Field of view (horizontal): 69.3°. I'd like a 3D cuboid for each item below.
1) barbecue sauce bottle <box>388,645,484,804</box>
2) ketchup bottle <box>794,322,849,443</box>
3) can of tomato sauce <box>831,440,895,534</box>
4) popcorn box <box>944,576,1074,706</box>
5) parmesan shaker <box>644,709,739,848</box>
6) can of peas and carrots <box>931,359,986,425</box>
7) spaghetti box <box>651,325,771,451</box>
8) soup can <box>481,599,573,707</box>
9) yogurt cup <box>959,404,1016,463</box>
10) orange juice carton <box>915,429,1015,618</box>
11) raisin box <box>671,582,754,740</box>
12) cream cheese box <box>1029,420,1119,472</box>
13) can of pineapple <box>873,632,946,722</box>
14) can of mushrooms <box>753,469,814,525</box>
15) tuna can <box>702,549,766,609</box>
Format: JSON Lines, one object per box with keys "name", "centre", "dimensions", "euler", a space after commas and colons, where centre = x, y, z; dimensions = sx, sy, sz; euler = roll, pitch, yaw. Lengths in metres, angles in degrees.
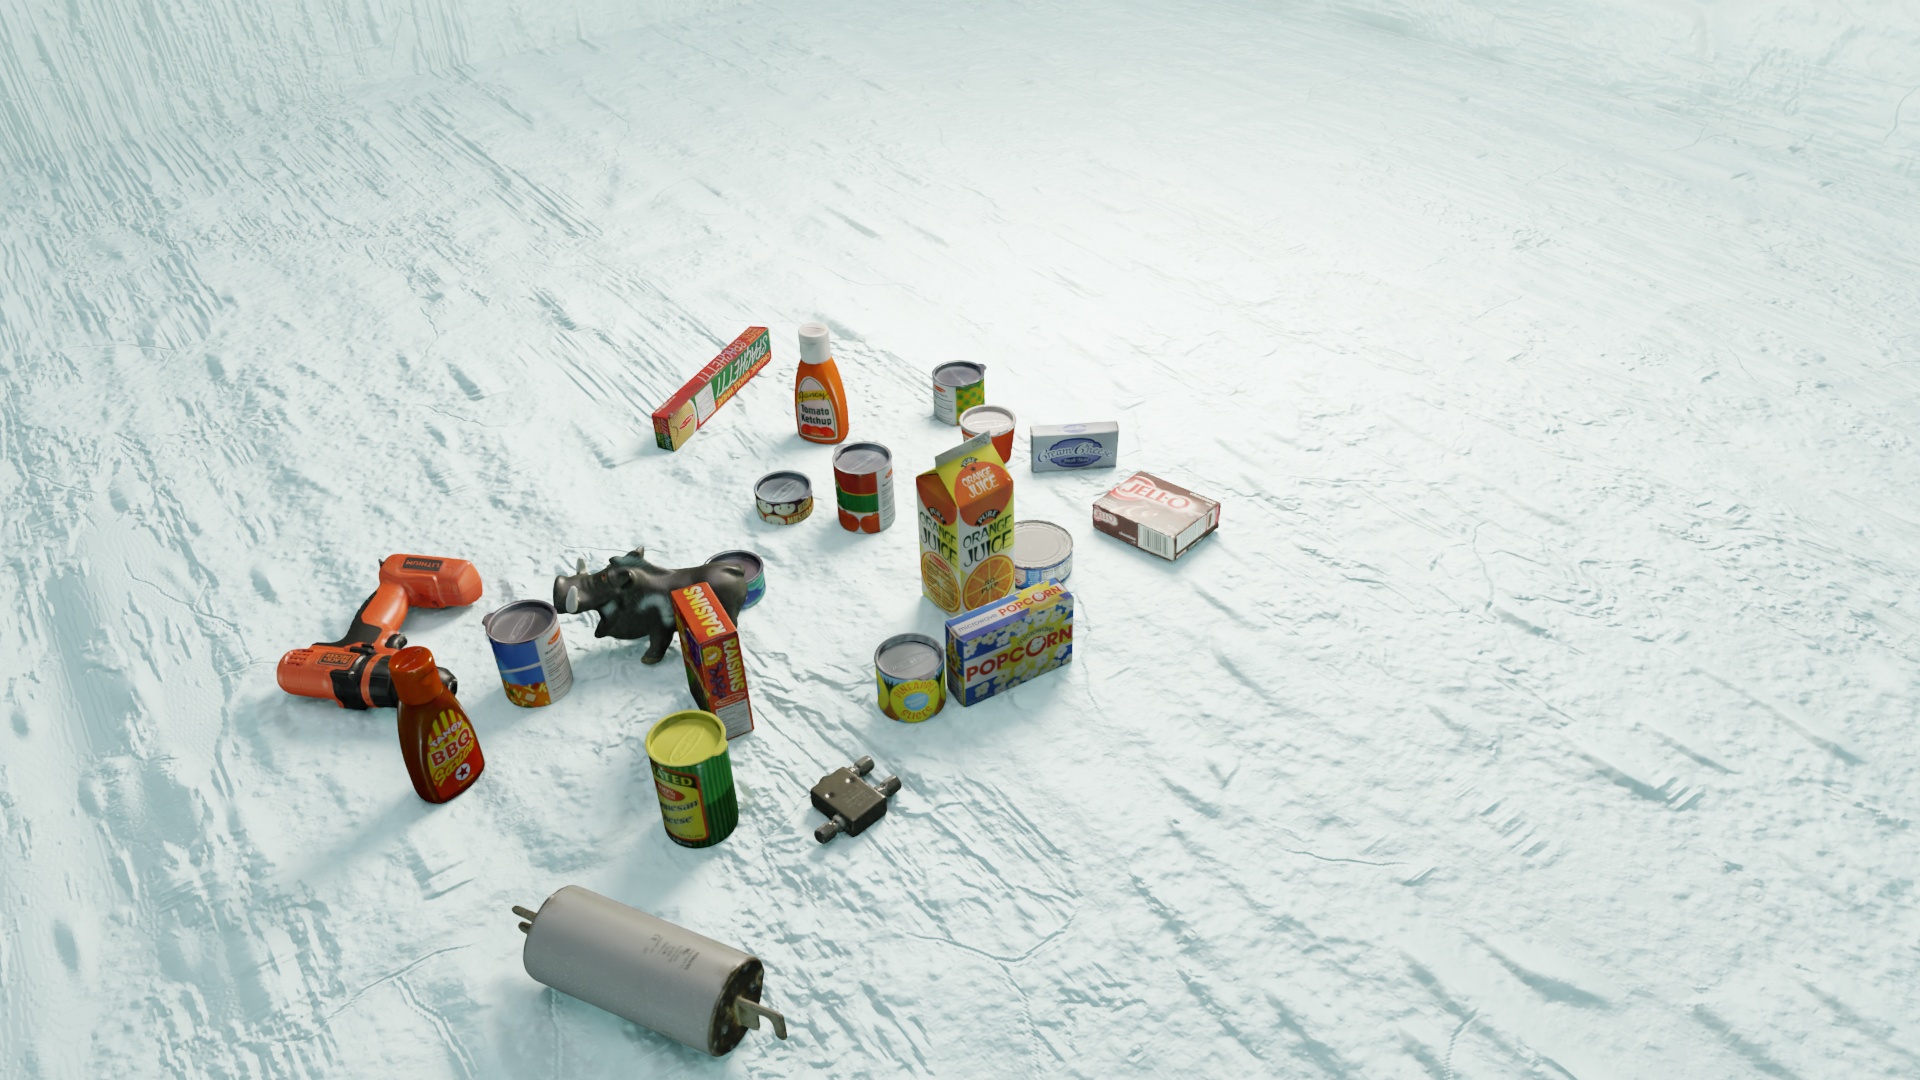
{"name": "barbecue sauce bottle", "centre": [-0.463, 0.159, 1.214], "dimensions": [0.044, 0.147, 0.065], "euler": [19, 41, 26]}
{"name": "ketchup bottle", "centre": [-0.171, -0.189, 1.674], "dimensions": [0.065, 0.148, 0.044], "euler": [9, 38, 15]}
{"name": "can of tomato sauce", "centre": [-0.109, -0.059, 1.549], "dimensions": [0.071, 0.082, 0.071], "euler": [-1, 36, 1]}
{"name": "popcorn box", "centre": [0.047, 0.097, 1.327], "dimensions": [0.127, 0.084, 0.038], "euler": [-21, 40, -24]}
{"name": "parmesan shaker", "centre": [-0.224, 0.205, 1.179], "dimensions": [0.071, 0.102, 0.072], "euler": [-1, 36, 1]}
{"name": "can of peas and carrots", "centre": [0.000, -0.185, 1.736], "dimensions": [0.071, 0.058, 0.071], "euler": [-1, 36, 1]}
{"name": "spaghetti box", "centre": [-0.313, -0.199, 1.776], "dimensions": [0.029, 0.050, 0.251], "euler": [12, 39, 19]}
{"name": "soup can", "centre": [-0.416, 0.108, 1.335], "dimensions": [0.071, 0.083, 0.072], "euler": [-1, 36, 1]}
{"name": "yogurt cup", "centre": [0.033, -0.123, 1.653], "dimensions": [0.072, 0.053, 0.073], "euler": [-1, 36, 1]}
{"name": "orange juice carton", "centre": [0.005, -0.017, 1.395], "dimensions": [0.072, 0.191, 0.073], "euler": [-26, 42, -29]}
{"name": "raisin box", "centre": [-0.230, 0.113, 1.287], "dimensions": [0.040, 0.122, 0.086], "euler": [-18, 39, -20]}
{"name": "cream cheese box", "centre": [0.133, -0.110, 1.631], "dimensions": [0.104, 0.053, 0.024], "euler": [-3, 36, -2]}
{"name": "can of pineapple", "centre": [-0.047, 0.131, 1.309], "dimensions": [0.071, 0.057, 0.071], "euler": [-1, 36, 1]}
{"name": "can of mushrooms", "centre": [-0.199, -0.048, 1.580], "dimensions": [0.071, 0.033, 0.071], "euler": [-1, 36, 1]}
{"name": "tuna can", "centre": [-0.240, 0.043, 1.458], "dimensions": [0.071, 0.032, 0.071], "euler": [-1, 36, 1]}
